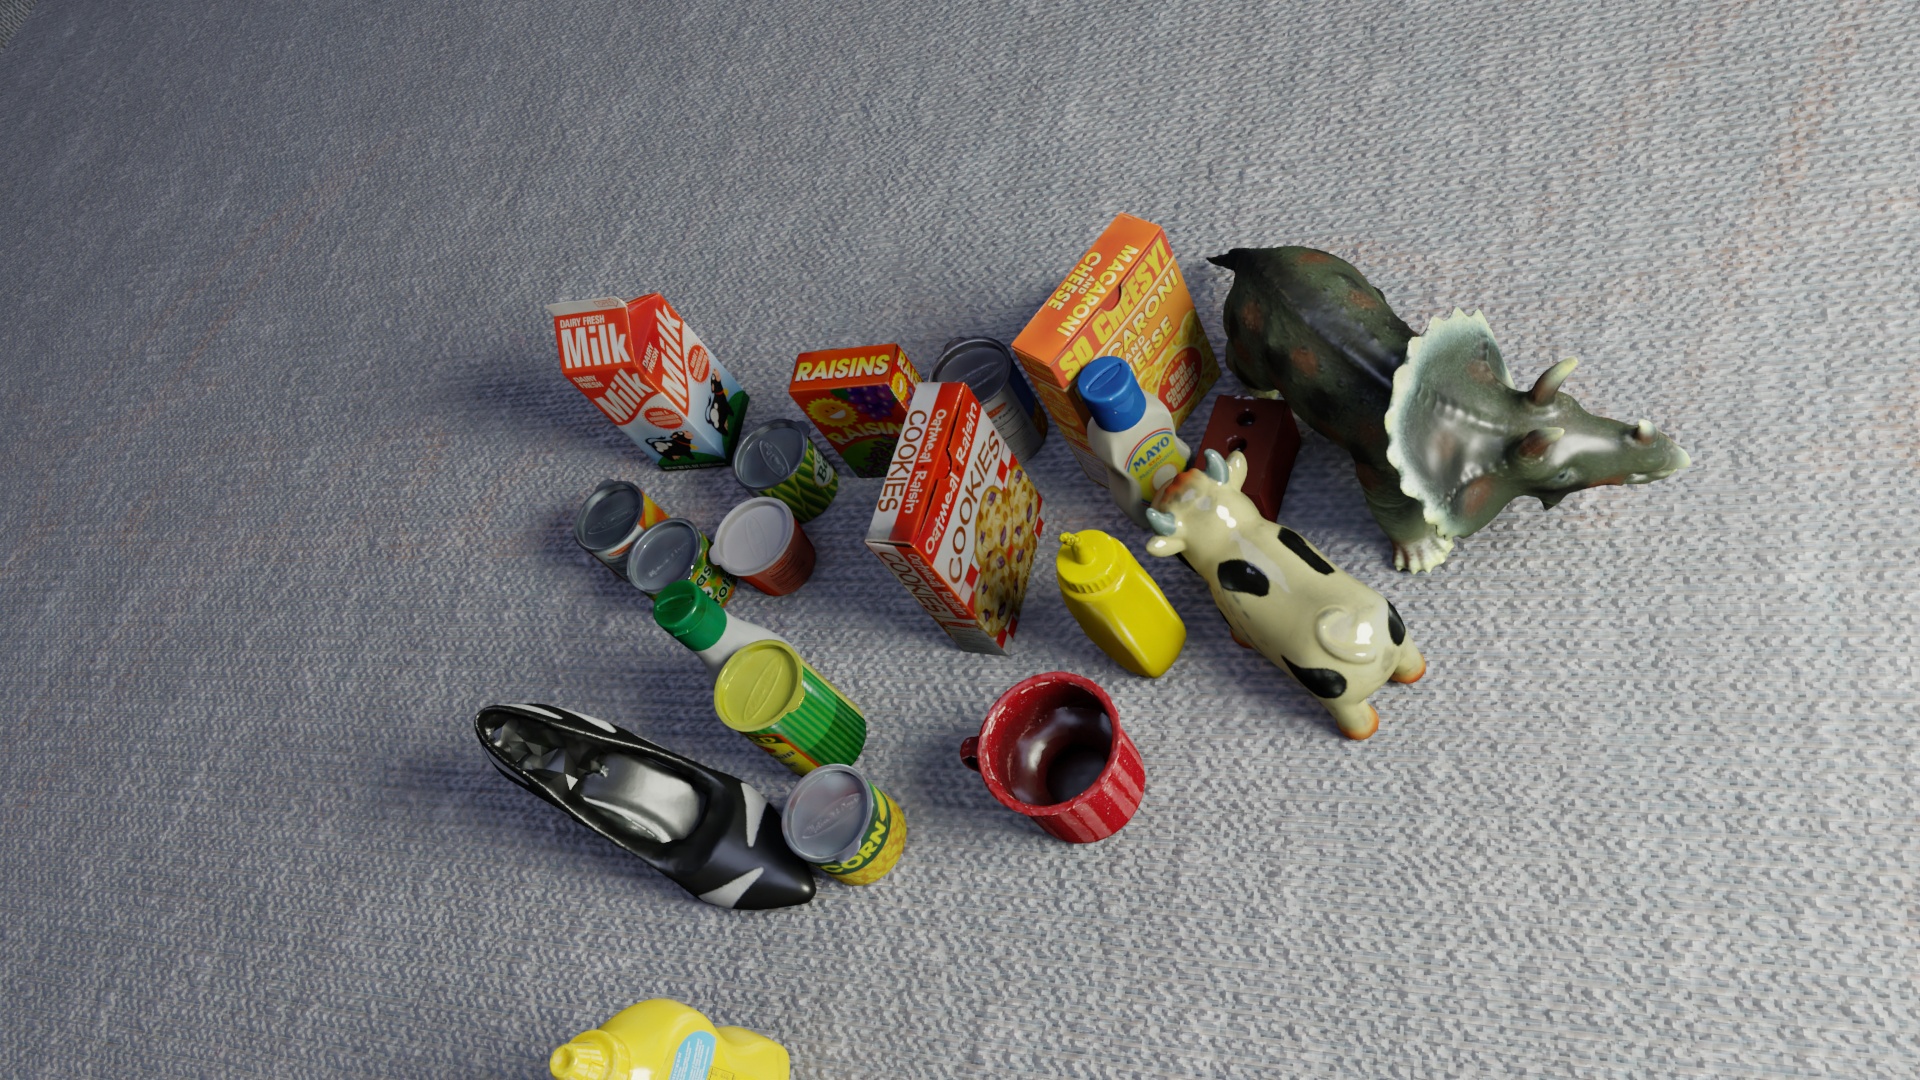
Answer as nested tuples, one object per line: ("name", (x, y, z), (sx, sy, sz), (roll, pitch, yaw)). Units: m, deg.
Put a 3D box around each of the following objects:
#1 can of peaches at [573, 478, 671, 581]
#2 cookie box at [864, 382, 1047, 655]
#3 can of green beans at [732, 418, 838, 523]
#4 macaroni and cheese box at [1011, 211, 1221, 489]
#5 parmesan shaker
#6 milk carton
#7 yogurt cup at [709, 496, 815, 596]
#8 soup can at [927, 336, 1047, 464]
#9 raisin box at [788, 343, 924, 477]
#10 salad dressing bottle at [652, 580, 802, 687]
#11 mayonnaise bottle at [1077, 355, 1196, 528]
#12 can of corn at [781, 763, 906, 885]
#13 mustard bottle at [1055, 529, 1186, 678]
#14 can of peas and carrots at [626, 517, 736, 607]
("can of peaches", (-0.273, -0.008, 1.140), (0.071, 0.058, 0.071), (-12, 57, 19))
("cookie box", (0.003, -0.012, 0.943), (0.040, 0.167, 0.123), (3, 63, 27))
("can of green beans", (-0.138, -0.054, 1.105), (0.071, 0.057, 0.071), (-12, 57, 19))
("macaroni and cheese box", (0.113, -0.125, 0.962), (0.040, 0.166, 0.124), (31, 77, 36))
("parmesan shaker", (-0.113, 0.120, 0.958), (0.071, 0.102, 0.071), (-12, 57, 19))
("milk carton", (-0.253, -0.136, 1.125), (0.072, 0.190, 0.074), (-3, 60, 24))
("yogurt cup", (-0.148, 0.008, 1.074), (0.072, 0.053, 0.073), (-12, 57, 19))
("soup can", (0.021, -0.104, 1.044), (0.071, 0.083, 0.071), (-12, 57, 19))
("raisin box", (-0.063, -0.097, 1.054), (0.086, 0.123, 0.040), (-1, 61, 25))
("salad dressing bottle", (-0.161, 0.076, 0.979), (0.064, 0.147, 0.044), (-15, 56, 17))
("mayonnaise bottle", (0.118, -0.067, 0.936), (0.065, 0.147, 0.041), (-40, 53, -2))
("can of corn", (-0.075, 0.192, 0.924), (0.071, 0.058, 0.071), (-12, 57, 19))
("mustard bottle", (0.095, 0.033, 0.877), (0.065, 0.159, 0.049), (30, 77, 35))
("can of peas and carrots", (-0.217, 0.026, 1.092), (0.071, 0.058, 0.071), (-12, 57, 19))
